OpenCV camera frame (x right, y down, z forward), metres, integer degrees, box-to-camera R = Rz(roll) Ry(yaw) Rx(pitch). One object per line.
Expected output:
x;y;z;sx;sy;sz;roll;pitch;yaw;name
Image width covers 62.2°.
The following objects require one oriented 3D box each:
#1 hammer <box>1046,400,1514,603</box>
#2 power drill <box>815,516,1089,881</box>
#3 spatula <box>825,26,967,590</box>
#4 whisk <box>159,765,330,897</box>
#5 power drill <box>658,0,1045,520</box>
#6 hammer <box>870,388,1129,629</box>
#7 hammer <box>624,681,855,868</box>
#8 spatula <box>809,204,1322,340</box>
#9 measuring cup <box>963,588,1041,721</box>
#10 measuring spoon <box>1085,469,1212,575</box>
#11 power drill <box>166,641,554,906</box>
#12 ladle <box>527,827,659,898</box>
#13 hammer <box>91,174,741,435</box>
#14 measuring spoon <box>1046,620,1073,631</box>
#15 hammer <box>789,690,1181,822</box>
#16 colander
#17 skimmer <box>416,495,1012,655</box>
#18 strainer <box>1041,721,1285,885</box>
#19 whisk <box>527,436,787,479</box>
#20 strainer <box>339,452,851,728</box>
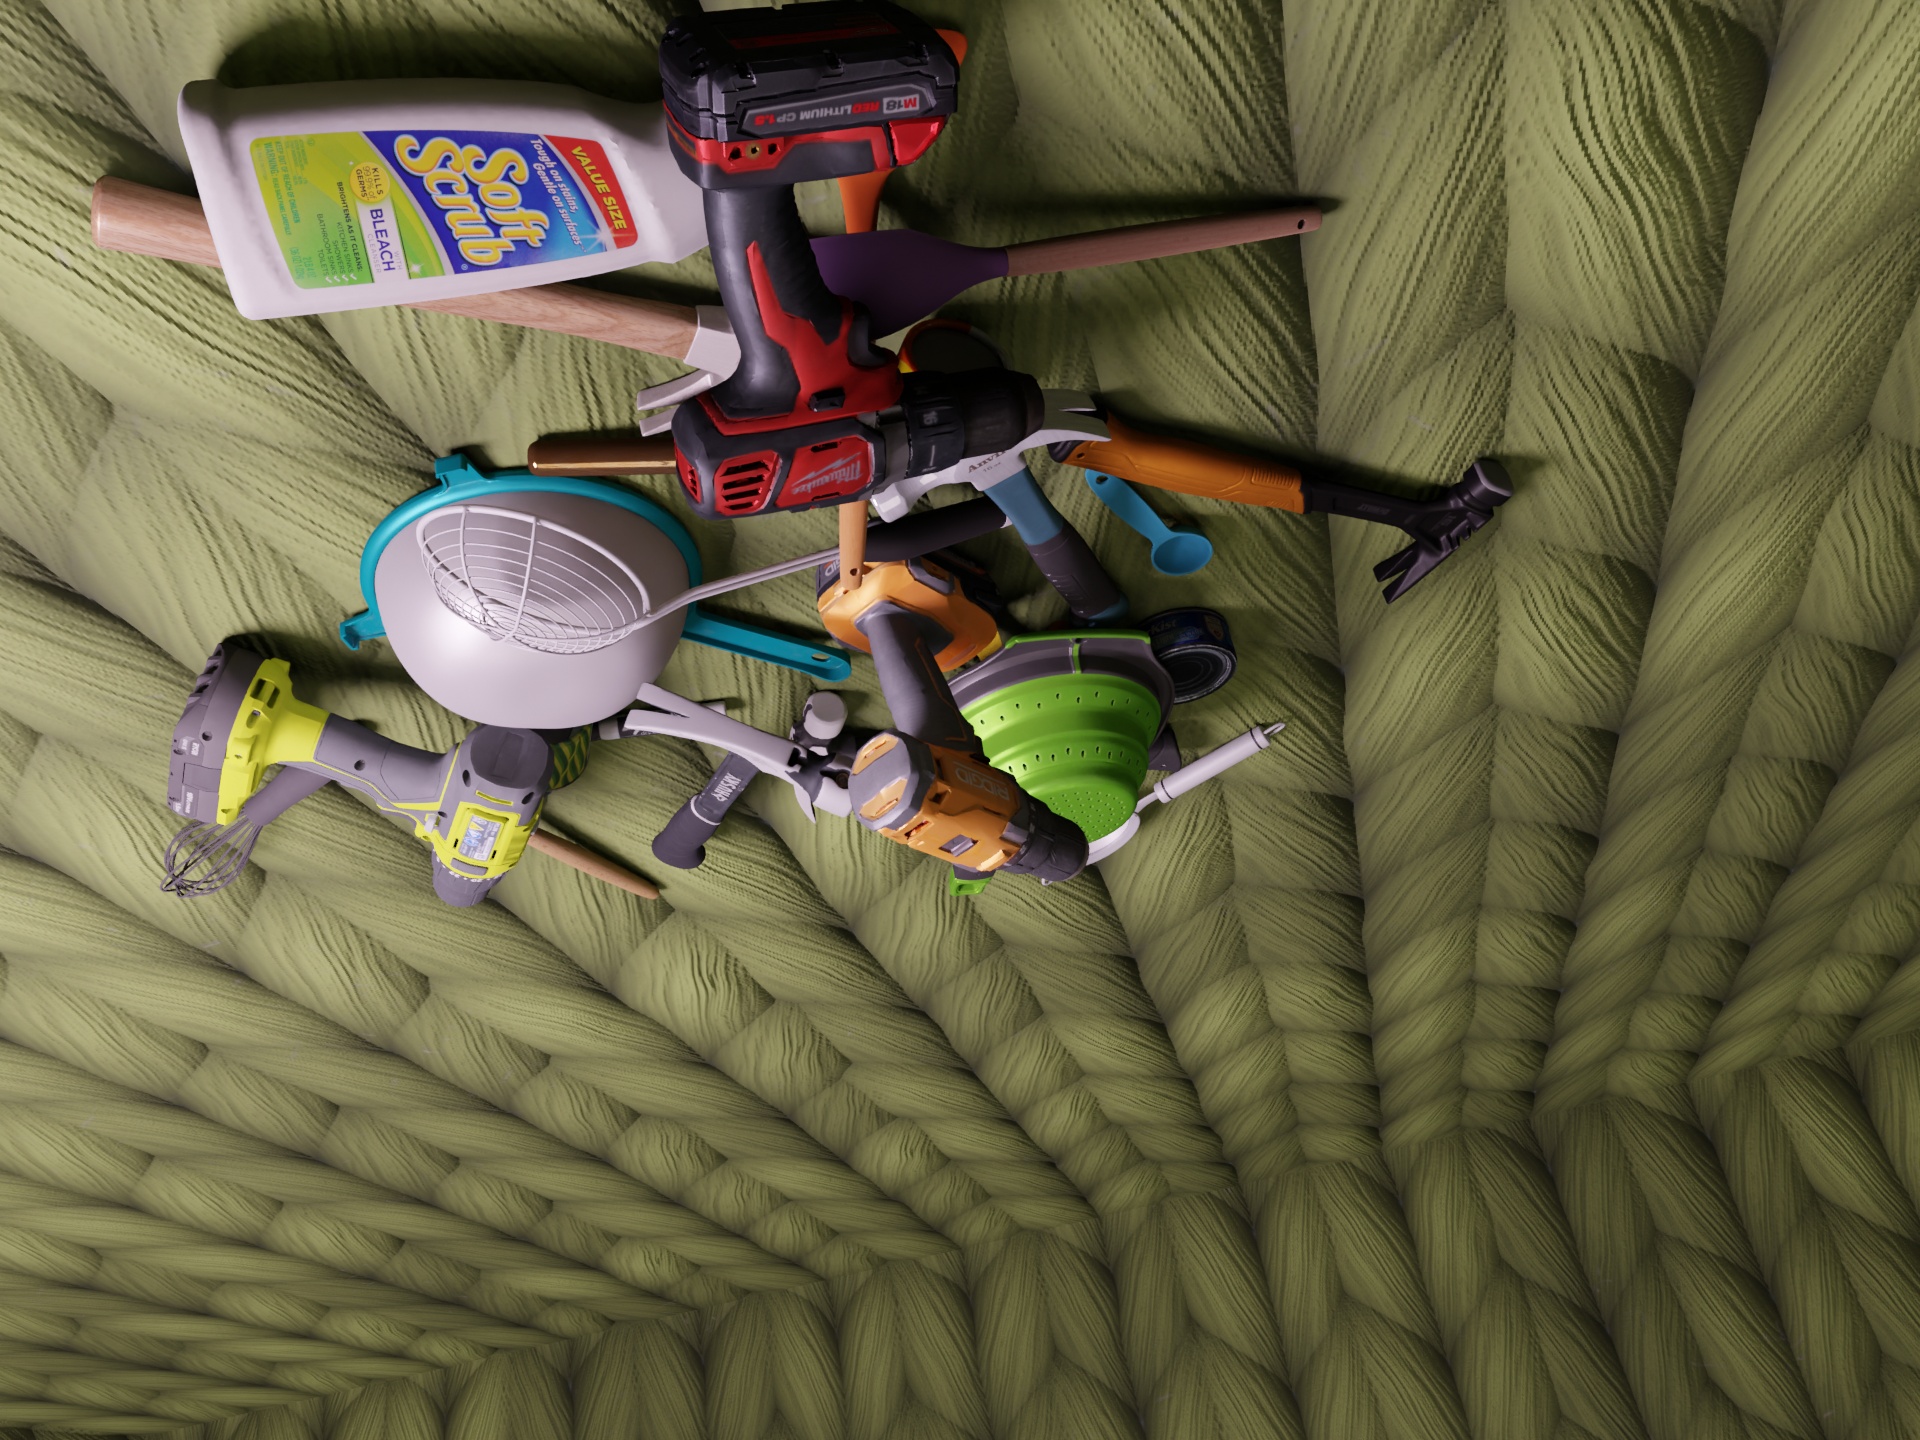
0.201;-0.150;1.044;0.336;0.034;0.127;8;143;-28;hammer
-0.002;-0.003;1.024;0.084;0.226;0.185;-36;139;29;power drill
-0.050;-0.198;0.828;0.081;0.041;0.322;-8;131;-16;spatula
-0.512;0.067;1.169;0.239;0.055;0.055;-33;143;25;whisk
-0.045;-0.204;0.735;0.188;0.080;0.226;-14;132;-18;power drill
0.052;-0.114;0.983;0.128;0.033;0.330;-28;160;9;hammer
-0.184;0.060;1.146;0.149;0.036;0.409;24;160;-11;hammer
0.046;-0.236;0.814;0.316;0.018;0.059;-14;133;-17;spatula
0.023;-0.054;1.165;0.062;0.029;0.156;-17;137;8;measuring cup
0.123;-0.139;1.060;0.042;0.021;0.128;-29;136;29;measuring spoon
-0.402;0.048;1.076;0.228;0.080;0.190;20;140;-16;power drill
-0.334;0.099;1.283;0.031;0.069;0.315;-54;148;-3;ladle
-0.247;-0.215;0.797;0.331;0.031;0.130;6;145;-25;hammer
0.040;-0.034;1.157;0.021;0.011;0.117;26;127;-33;measuring spoon
0.025;0.030;1.285;0.334;0.035;0.146;0;147;-18;hammer
0.052;0.077;1.242;0.204;0.095;0.396;-2;149;-16;colander
-0.125;-0.114;0.930;0.363;0.090;0.127;-19;174;-32;skimmer
0.170;0.064;1.384;0.258;0.050;0.086;-31;150;21;strainer
-0.126;-0.155;0.928;0.245;0.047;0.051;-2;143;-5;whisk
-0.213;-0.042;1.030;0.340;0.095;0.211;14;141;-34;strainer
